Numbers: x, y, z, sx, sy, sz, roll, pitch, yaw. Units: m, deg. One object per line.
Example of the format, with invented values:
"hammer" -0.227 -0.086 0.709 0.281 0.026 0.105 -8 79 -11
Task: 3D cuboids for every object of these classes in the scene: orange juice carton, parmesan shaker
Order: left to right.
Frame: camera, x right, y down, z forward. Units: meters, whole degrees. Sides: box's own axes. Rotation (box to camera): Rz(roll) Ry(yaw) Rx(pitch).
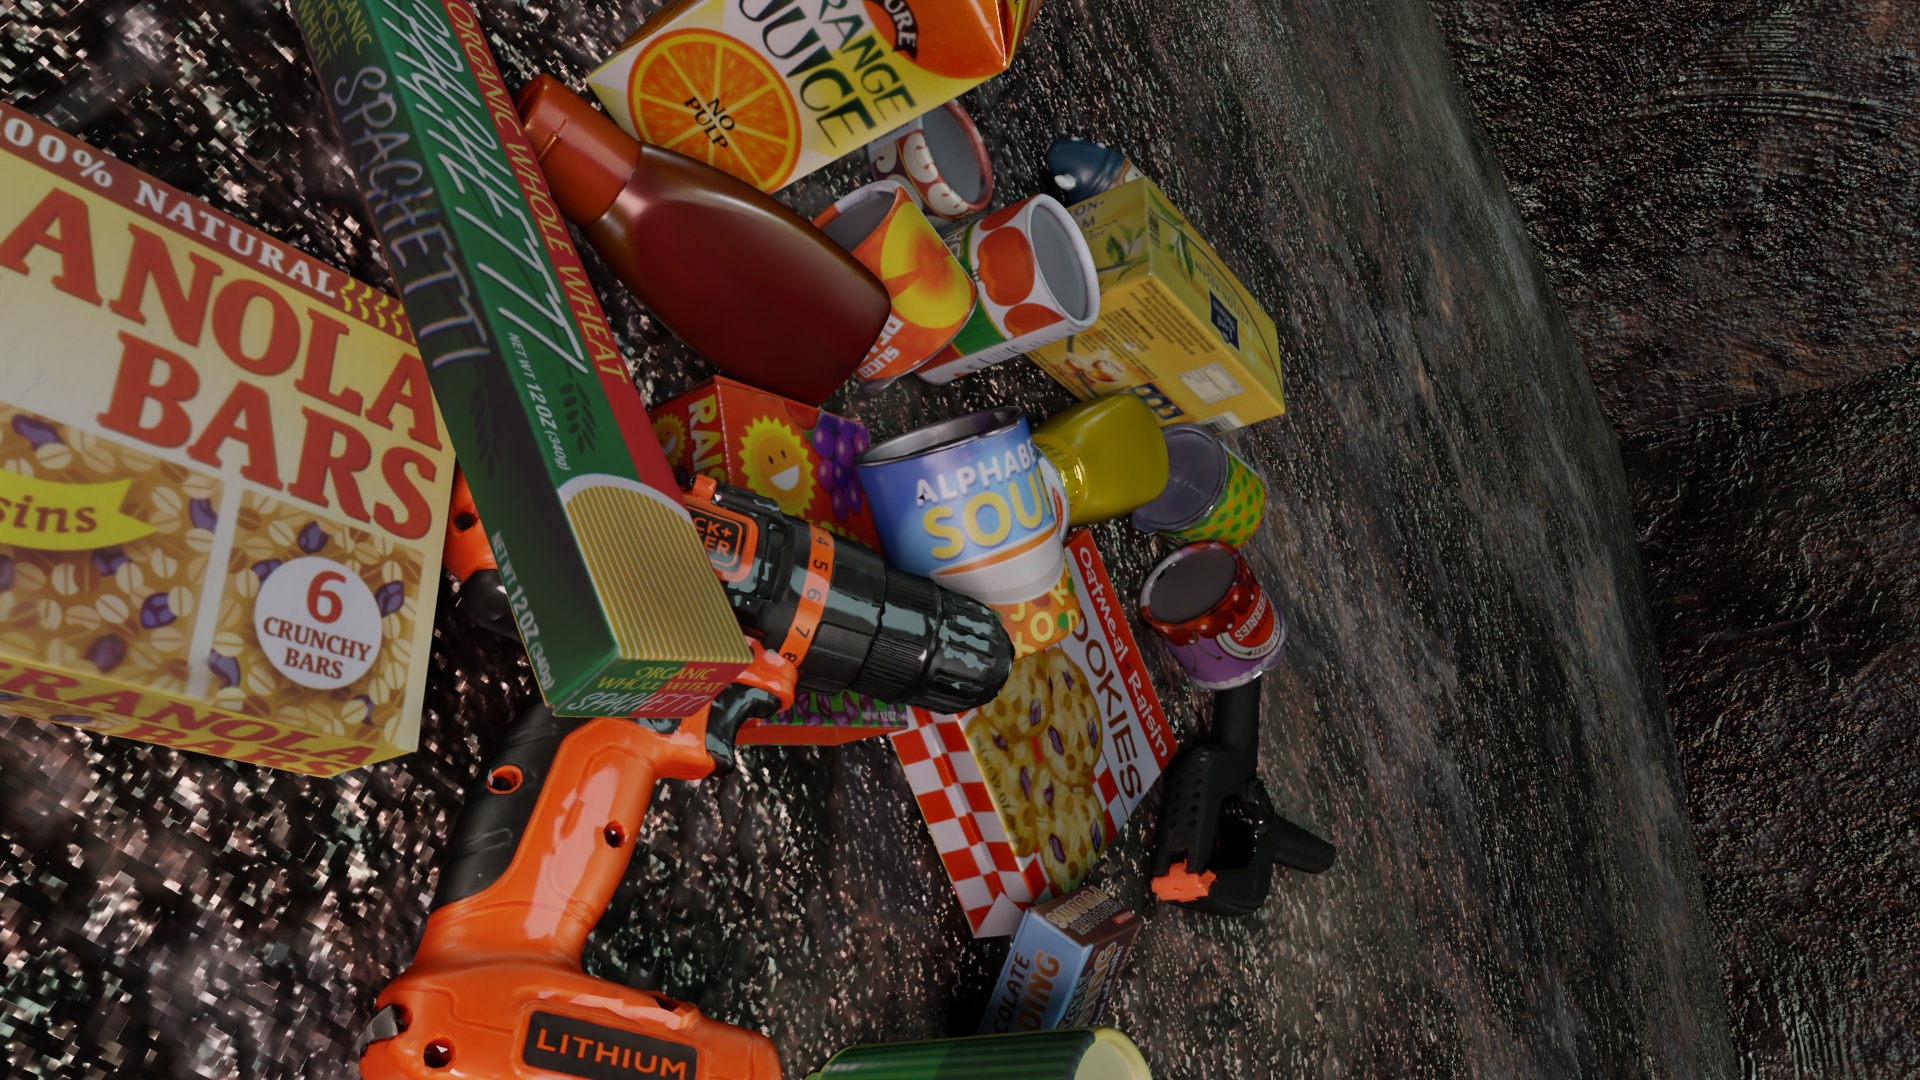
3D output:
"orange juice carton" -0.036 -0.193 0.507 0.073 0.192 0.072 53 37 -28
"parmesan shaker" 0.005 0.198 0.460 0.071 0.103 0.071 32 49 -47

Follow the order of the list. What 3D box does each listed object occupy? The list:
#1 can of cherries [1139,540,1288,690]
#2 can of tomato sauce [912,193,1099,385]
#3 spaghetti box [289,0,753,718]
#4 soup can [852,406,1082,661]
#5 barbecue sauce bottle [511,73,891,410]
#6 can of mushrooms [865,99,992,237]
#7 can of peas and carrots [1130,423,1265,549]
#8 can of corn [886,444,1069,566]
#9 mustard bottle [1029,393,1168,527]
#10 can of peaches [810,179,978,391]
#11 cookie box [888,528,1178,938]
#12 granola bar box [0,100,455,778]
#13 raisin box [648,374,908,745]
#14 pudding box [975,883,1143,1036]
"can of cherries" 0.146 0.042 0.792 0.058 0.071 0.072 51 37 -31
"can of tomato sauce" 0.013 -0.119 0.652 0.071 0.083 0.071 33 49 -47
"spaghetti box" -0.127 -0.066 0.383 0.050 0.028 0.251 13 45 -59
"soup can" 0.005 -0.001 0.517 0.071 0.071 0.083 -36 112 -58
"barbecue sauce bottle" -0.097 -0.107 0.499 0.148 0.064 0.044 33 12 -36
"can of mushrooms" -0.014 -0.188 0.694 0.071 0.033 0.071 34 47 -46
"can of peas and carrots" 0.138 -0.026 0.822 0.058 0.071 0.071 28 52 -50
"can of corn" 0.002 -0.007 0.596 0.058 0.071 0.071 -33 103 -52
"mustard bottle" 0.058 -0.037 0.714 0.161 0.048 0.065 -21 92 -58
"can of peaches" -0.036 -0.108 0.586 0.058 0.071 0.071 50 37 -32
"cookie box" 0.034 0.079 0.627 0.168 0.040 0.122 -35 105 -57
"granola bar box" -0.198 -0.024 0.313 0.165 0.039 0.124 29 51 -48
"raisin box" -0.065 0.011 0.505 0.086 0.040 0.123 13 64 -54
"pudding box" 0.035 0.181 0.545 0.050 0.030 0.083 3 111 -56
